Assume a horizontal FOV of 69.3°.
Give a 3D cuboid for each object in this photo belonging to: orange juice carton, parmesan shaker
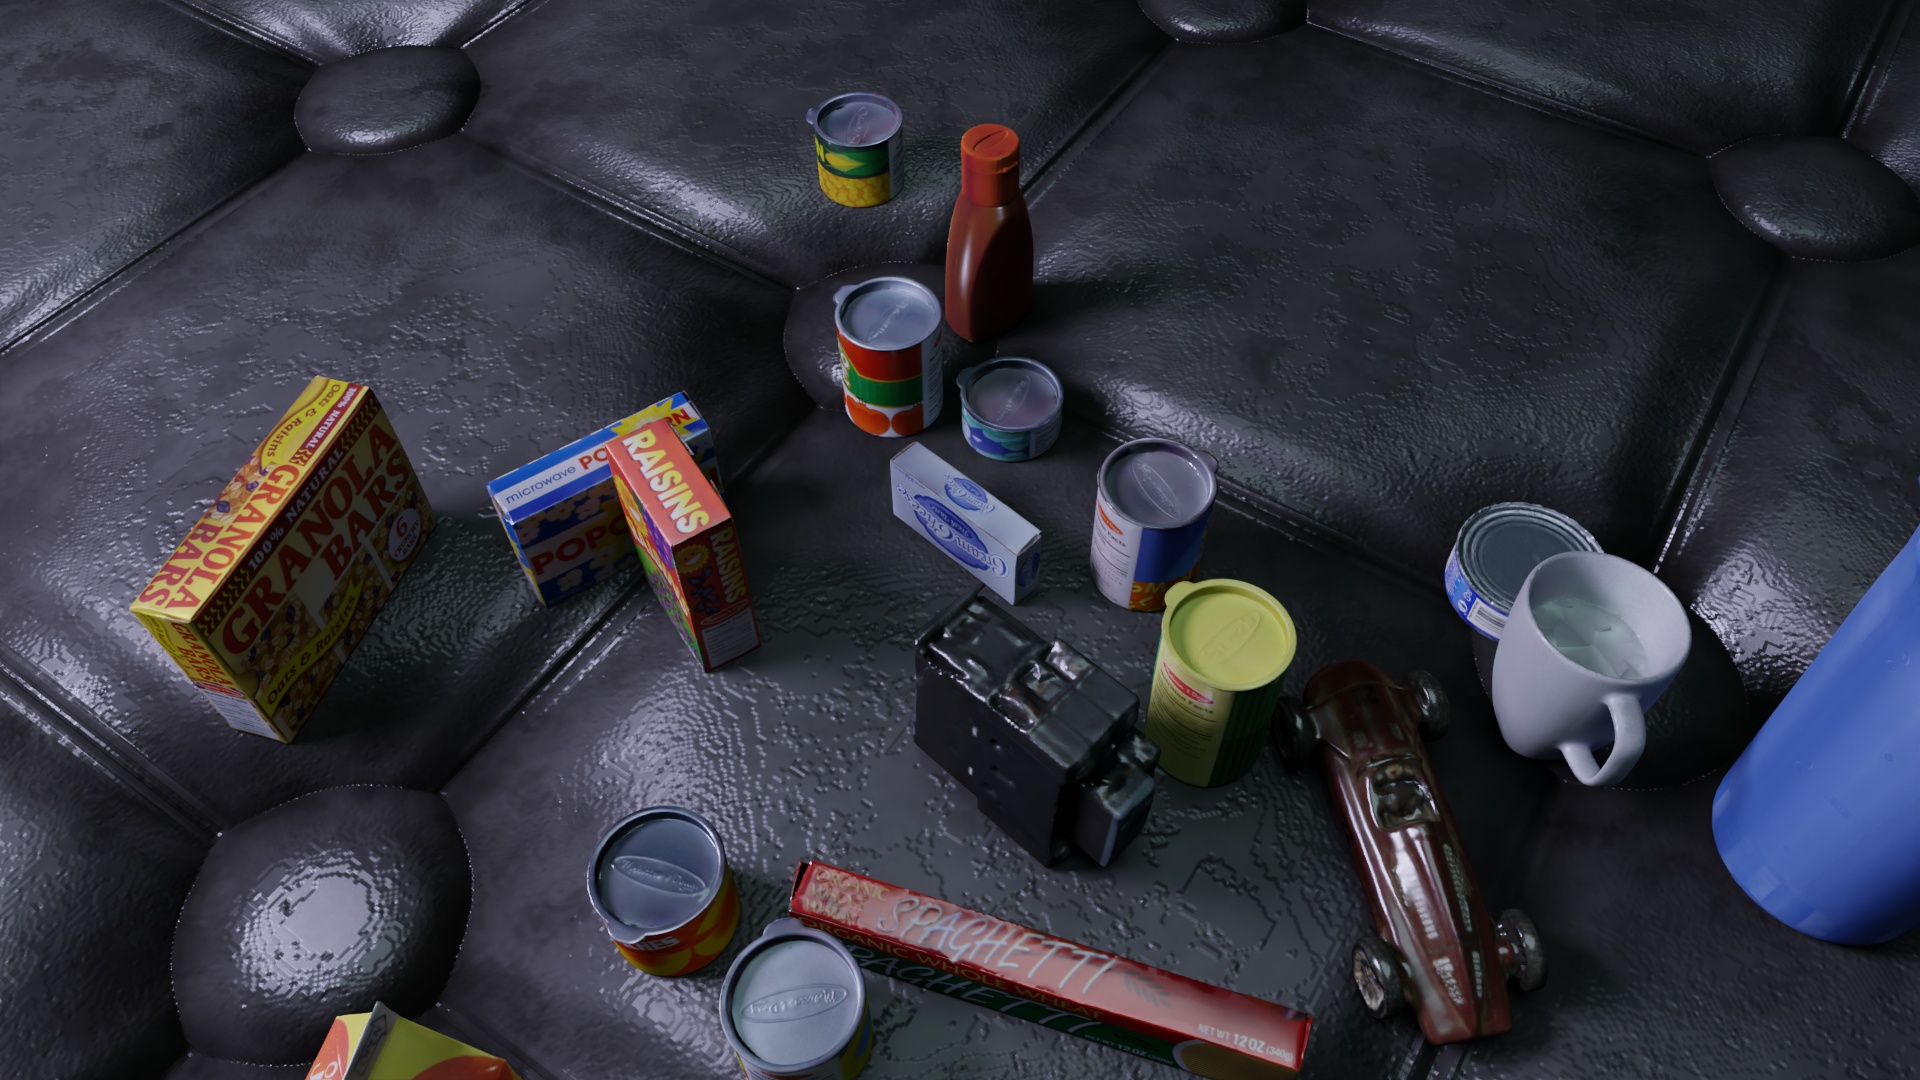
[{"bbox_3d":[-0.211,0.247,0.545,0.073,0.191,0.072,11,54,9],"label":"orange juice carton"},{"bbox_3d":[0.132,0.075,0.730,0.071,0.102,0.071,0,53,0],"label":"parmesan shaker"}]

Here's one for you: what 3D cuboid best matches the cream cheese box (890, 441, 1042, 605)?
[{"bbox_3d":[0.003,-0.010,0.827,0.104,0.053,0.024,37,61,25],"label":"cream cheese box"}]

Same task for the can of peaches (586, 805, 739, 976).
[{"bbox_3d":[-0.146,0.175,0.683,0.071,0.057,0.071,0,53,0],"label":"can of peaches"}]

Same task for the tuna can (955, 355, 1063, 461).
[{"bbox_3d":[0.031,-0.086,0.897,0.071,0.032,0.071,0,53,0],"label":"tuna can"}]

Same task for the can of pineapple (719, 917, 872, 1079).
[{"bbox_3d":[-0.075,0.221,0.648,0.071,0.057,0.071,0,53,0],"label":"can of pineapple"}]

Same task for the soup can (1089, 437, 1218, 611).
[{"bbox_3d":[0.113,-0.009,0.806,0.071,0.083,0.072,0,53,0],"label":"soup can"}]

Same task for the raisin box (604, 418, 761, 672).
[{"bbox_3d":[-0.152,0.004,0.773,0.040,0.122,0.086,-27,57,-18],"label":"raisin box"}]

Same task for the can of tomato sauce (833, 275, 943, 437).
[{"bbox_3d":[-0.046,-0.117,0.890,0.071,0.082,0.071,0,53,0],"label":"can of tomato sauce"}]

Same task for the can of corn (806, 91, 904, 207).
[{"bbox_3d":[-0.078,-0.293,1.040,0.071,0.058,0.071,0,53,0],"label":"can of corn"}]

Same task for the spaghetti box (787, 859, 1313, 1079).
[{"bbox_3d":[0.037,0.208,0.662,0.250,0.050,0.029,14,54,11],"label":"spaghetti box"}]

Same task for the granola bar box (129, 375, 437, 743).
[{"bbox_3d":[-0.364,0.010,0.770,0.039,0.123,0.166,13,54,10],"label":"granola bar box"}]

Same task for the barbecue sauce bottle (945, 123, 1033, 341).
[{"bbox_3d":[0.020,-0.202,0.914,0.065,0.147,0.044,-36,60,-24],"label":"barbecue sauce bottle"}]

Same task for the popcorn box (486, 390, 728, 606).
[{"bbox_3d":[-0.204,-0.024,0.819,0.127,0.084,0.038,-29,58,-20],"label":"popcorn box"}]
